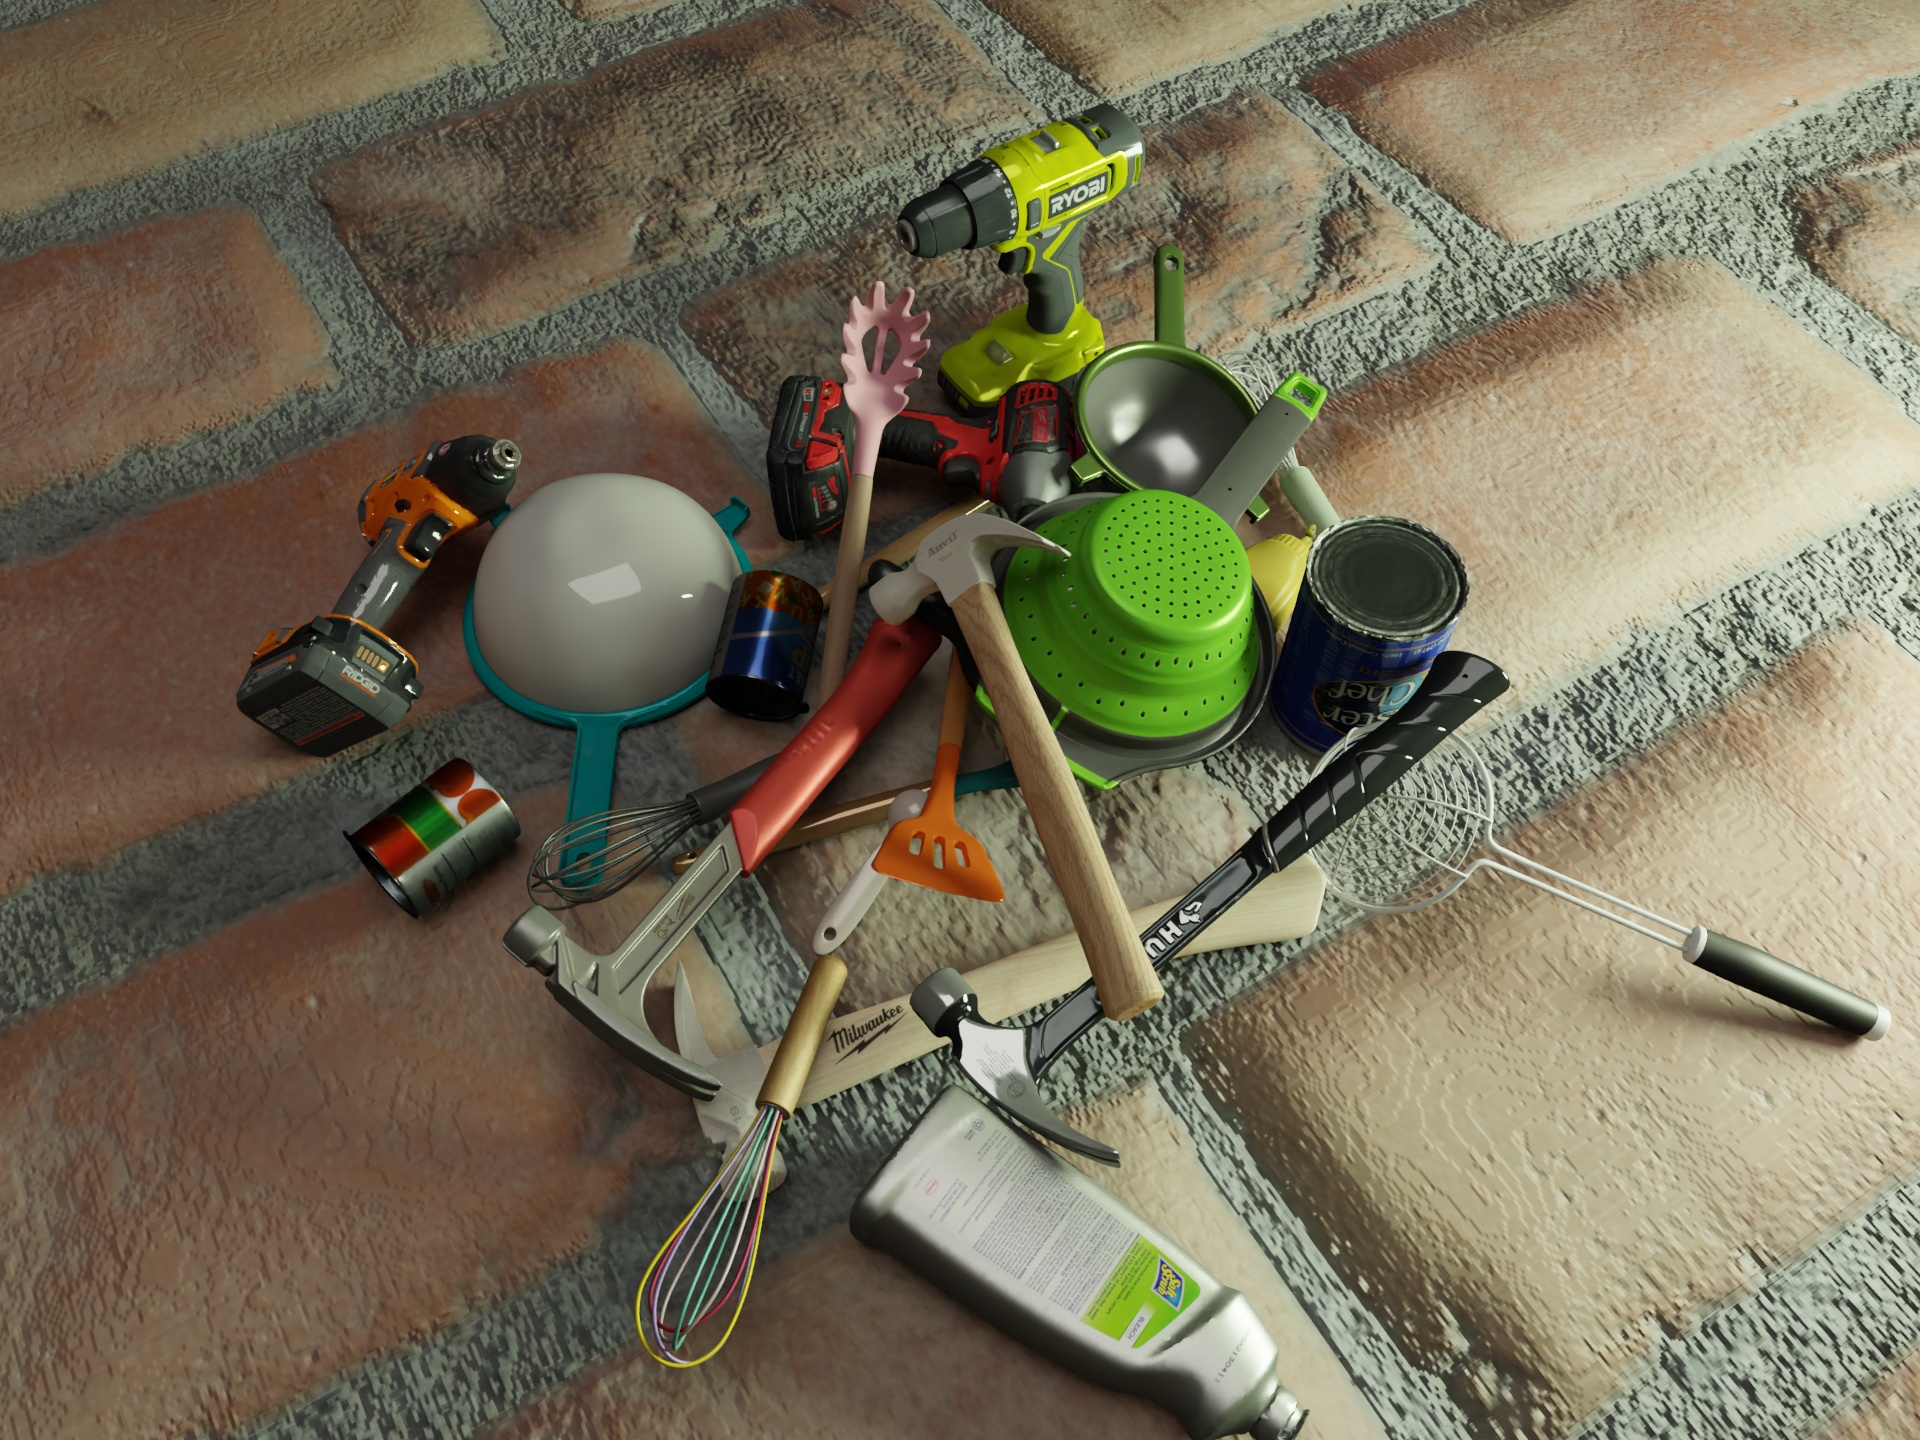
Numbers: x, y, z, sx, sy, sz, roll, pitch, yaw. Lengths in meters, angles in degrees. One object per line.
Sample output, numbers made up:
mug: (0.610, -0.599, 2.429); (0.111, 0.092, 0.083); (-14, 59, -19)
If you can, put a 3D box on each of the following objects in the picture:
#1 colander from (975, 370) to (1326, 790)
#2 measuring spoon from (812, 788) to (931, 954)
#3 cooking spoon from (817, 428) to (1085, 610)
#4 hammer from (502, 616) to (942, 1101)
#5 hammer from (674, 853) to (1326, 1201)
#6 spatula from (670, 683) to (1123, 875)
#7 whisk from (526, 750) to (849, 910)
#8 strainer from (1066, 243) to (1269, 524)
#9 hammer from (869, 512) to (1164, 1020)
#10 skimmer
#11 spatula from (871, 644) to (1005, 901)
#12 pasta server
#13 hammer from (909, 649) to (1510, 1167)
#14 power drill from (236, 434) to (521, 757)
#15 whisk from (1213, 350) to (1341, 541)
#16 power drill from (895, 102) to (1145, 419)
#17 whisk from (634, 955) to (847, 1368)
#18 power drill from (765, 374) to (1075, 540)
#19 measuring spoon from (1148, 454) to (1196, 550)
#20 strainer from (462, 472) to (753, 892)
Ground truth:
colander: (0.162, -0.134, 1.054); (0.204, 0.094, 0.397); (35, 59, 5)
measuring spoon: (-0.055, 0.095, 1.003); (0.034, 0.018, 0.124); (34, 78, 7)
cooking spoon: (0.008, -0.161, 1.200); (0.319, 0.017, 0.069); (-35, 60, -22)
hammer: (-0.109, 0.058, 0.990); (0.149, 0.036, 0.359); (37, 55, 2)
hammer: (0.032, 0.153, 0.974); (0.410, 0.038, 0.146); (-18, 56, -13)
spatula: (-0.037, 0.044, 1.044); (0.317, 0.044, 0.082); (-17, 49, -10)
whisk: (-0.168, 0.059, 1.016); (0.239, 0.055, 0.055); (-23, 58, -31)
strainer: (0.150, -0.249, 1.208); (0.151, 0.069, 0.257); (10, 60, -11)
hammer: (0.046, 0.017, 0.937); (0.130, 0.031, 0.332); (-36, 60, 27)
skimmer: (0.393, 0.112, 1.000); (0.363, 0.090, 0.127); (24, 89, 2)
spatula: (-0.002, -0.003, 1.037); (0.081, 0.041, 0.323); (15, 45, -7)
pasta server: (-0.071, -0.142, 1.092); (0.060, 0.040, 0.316); (9, 84, -10)
hammer: (0.172, 0.091, 0.935); (0.409, 0.036, 0.149); (-38, 63, -13)
power drill: (-0.381, -0.097, 1.076); (0.164, 0.084, 0.227); (-17, 44, 41)
whisk: (0.250, -0.190, 1.211); (0.059, 0.057, 0.247); (-34, 59, 18)
power drill: (0.039, -0.330, 1.188); (0.190, 0.228, 0.080); (-29, 60, -19)
whisk: (-0.113, 0.230, 0.867); (0.047, 0.051, 0.245); (10, 50, 14)
power drill: (-0.025, -0.190, 1.169); (0.219, 0.078, 0.143); (1, 49, 4)
measuring spoon: (0.162, -0.169, 1.214); (0.021, 0.011, 0.117); (13, 53, 10)
strainer: (-0.249, -0.052, 1.077); (0.211, 0.095, 0.341); (-2, 54, -2)
